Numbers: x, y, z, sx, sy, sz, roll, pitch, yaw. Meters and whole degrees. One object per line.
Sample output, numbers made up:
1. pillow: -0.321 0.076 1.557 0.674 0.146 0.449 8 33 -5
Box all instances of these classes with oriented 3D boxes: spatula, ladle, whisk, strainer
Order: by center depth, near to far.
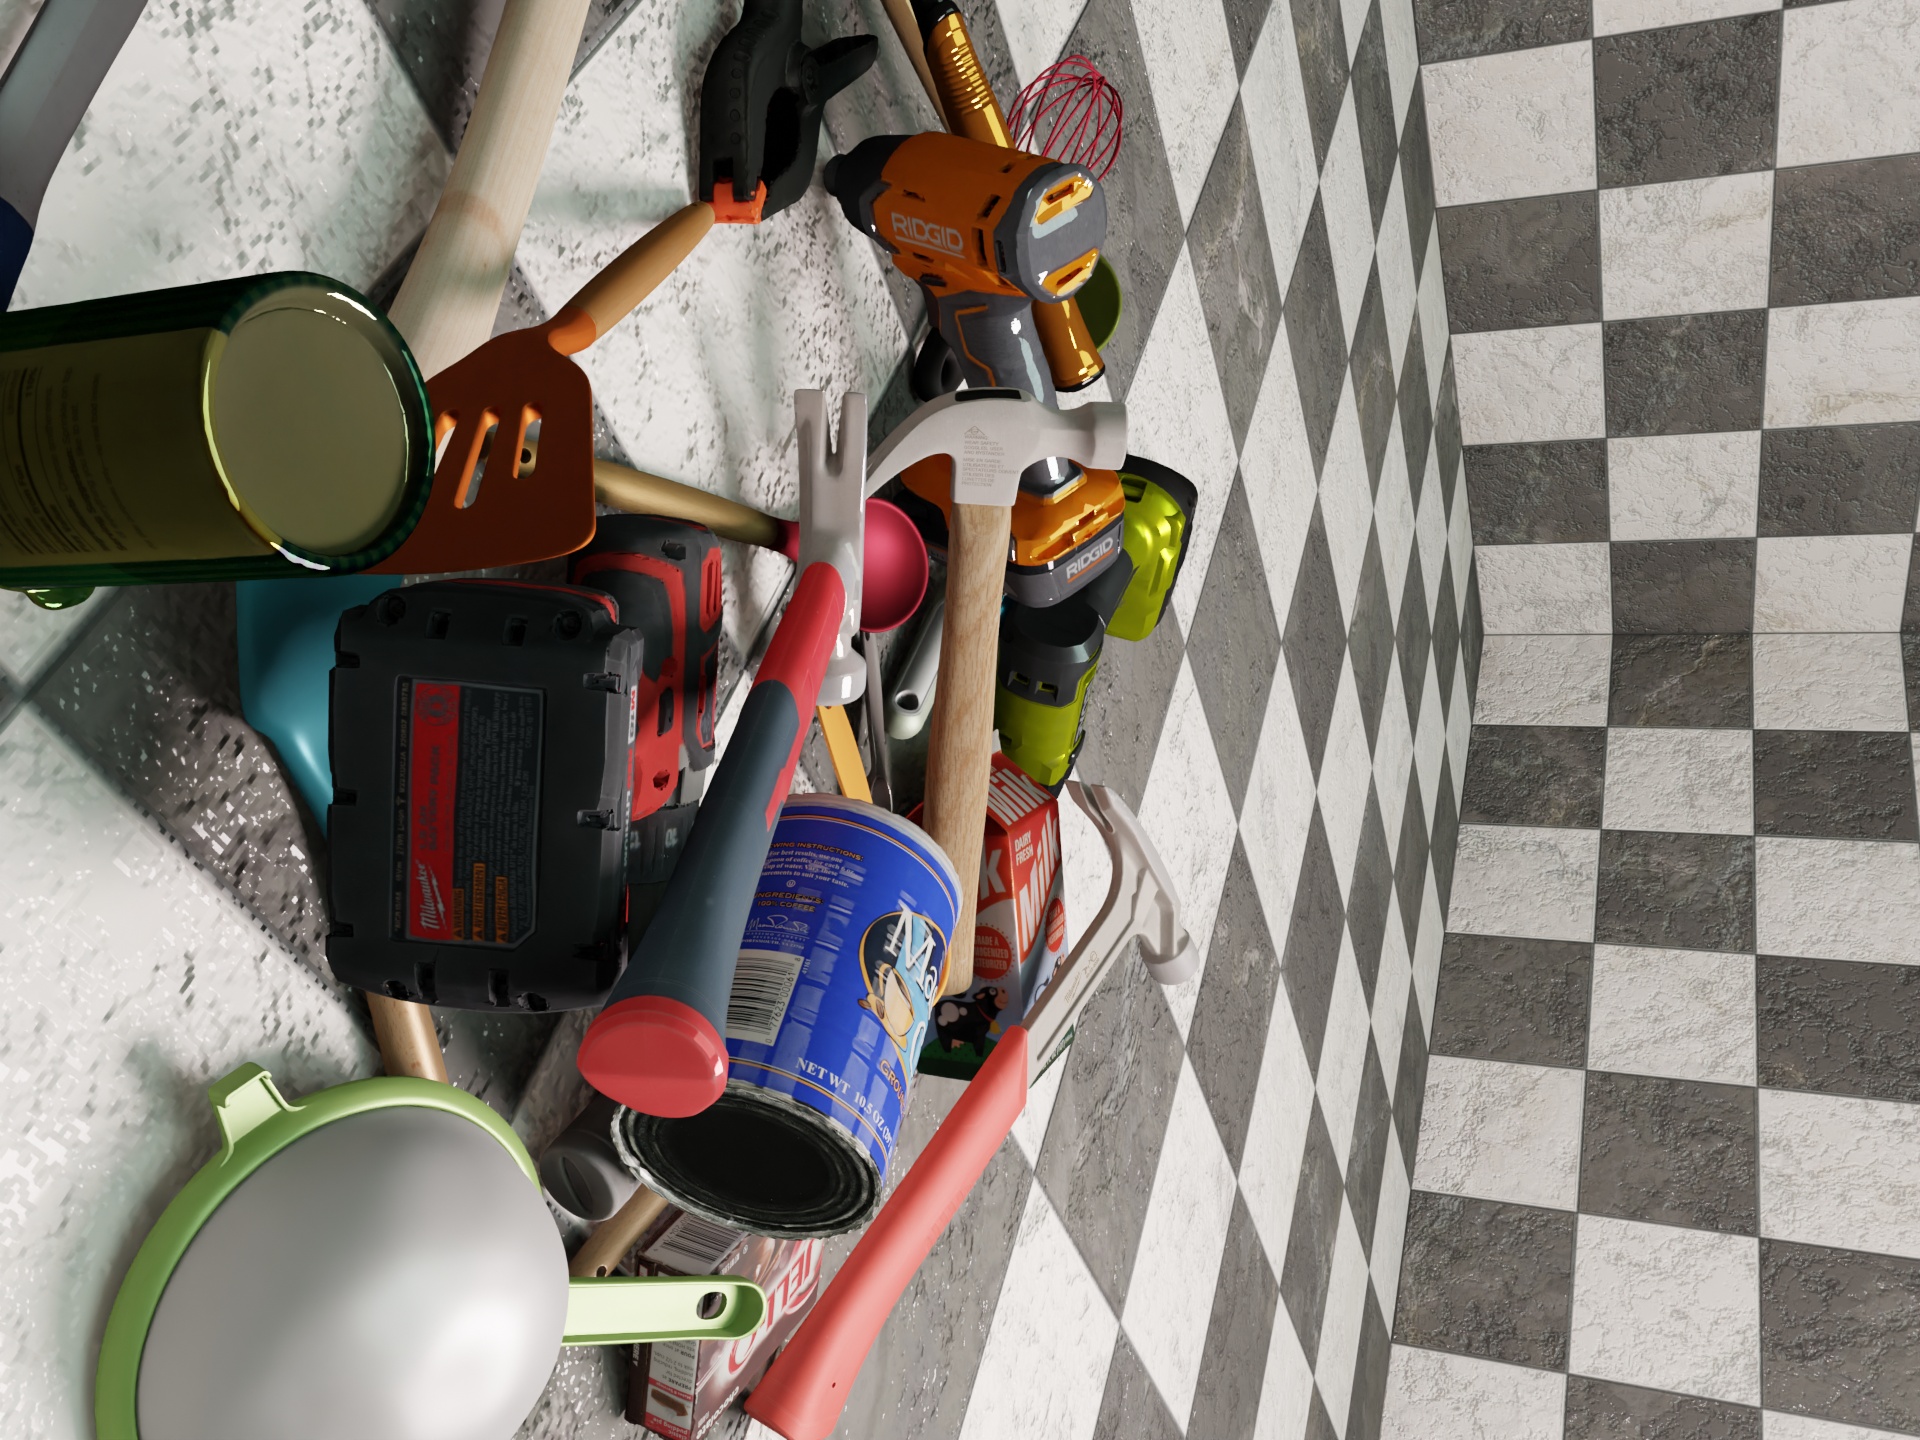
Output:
1. strainer: -0.139 0.203 0.521 0.256 0.069 0.151 23 77 -49
2. spatula: -0.181 0.078 0.522 0.082 0.044 0.317 -48 135 -62
3. spatula: -0.127 -0.135 0.559 0.323 0.081 0.041 -79 164 -61
4. ladle: -0.101 -0.088 0.711 0.315 0.031 0.069 9 87 -63
5. ladle: -0.003 -0.326 0.836 0.078 0.062 0.319 -36 122 -8
6. whisk: 0.007 -0.087 0.923 0.059 0.058 0.246 109 5 -56
7. whisk: 0.033 -0.300 0.962 0.296 0.073 0.073 -66 147 -28

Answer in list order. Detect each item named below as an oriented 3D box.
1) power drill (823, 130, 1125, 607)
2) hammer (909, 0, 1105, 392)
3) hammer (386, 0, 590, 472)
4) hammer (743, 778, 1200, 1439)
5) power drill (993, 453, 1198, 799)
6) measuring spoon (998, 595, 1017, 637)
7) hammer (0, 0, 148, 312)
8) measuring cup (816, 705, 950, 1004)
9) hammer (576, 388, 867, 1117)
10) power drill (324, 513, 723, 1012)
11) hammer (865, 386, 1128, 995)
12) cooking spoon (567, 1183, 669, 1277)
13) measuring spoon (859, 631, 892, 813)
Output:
1. power drill: 0.004 -0.185 0.808 0.084 0.164 0.226 -37 137 -28
2. hammer: 0.004 -0.310 0.774 0.034 0.127 0.336 -34 122 -12
3. hammer: -0.143 -0.264 0.573 0.146 0.038 0.411 106 -3 -78
4. hammer: 0.007 0.201 0.822 0.359 0.037 0.149 -51 127 -29
5. power drill: 0.076 -0.053 1.014 0.171 0.080 0.223 98 16 -46
6. measuring spoon: 0.002 -0.053 0.953 0.129 0.021 0.042 -43 147 -46
7. hammer: -0.237 -0.135 0.403 0.143 0.035 0.406 49 48 -55
8. measuring cup: -0.063 0.067 0.781 0.095 0.052 0.174 4 65 -55
9. hammer: -0.067 -0.008 0.557 0.387 0.038 0.143 -84 178 -66
10. power drill: -0.129 0.028 0.537 0.227 0.080 0.188 -79 173 -80
11. hammer: -0.001 -0.003 0.797 0.031 0.130 0.331 -95 -171 -63
12. cooking spoon: -0.092 0.159 0.748 0.319 0.017 0.068 -46 130 -56
13. measuring spoon: -0.052 0.001 0.841 0.034 0.018 0.124 14 71 -72
